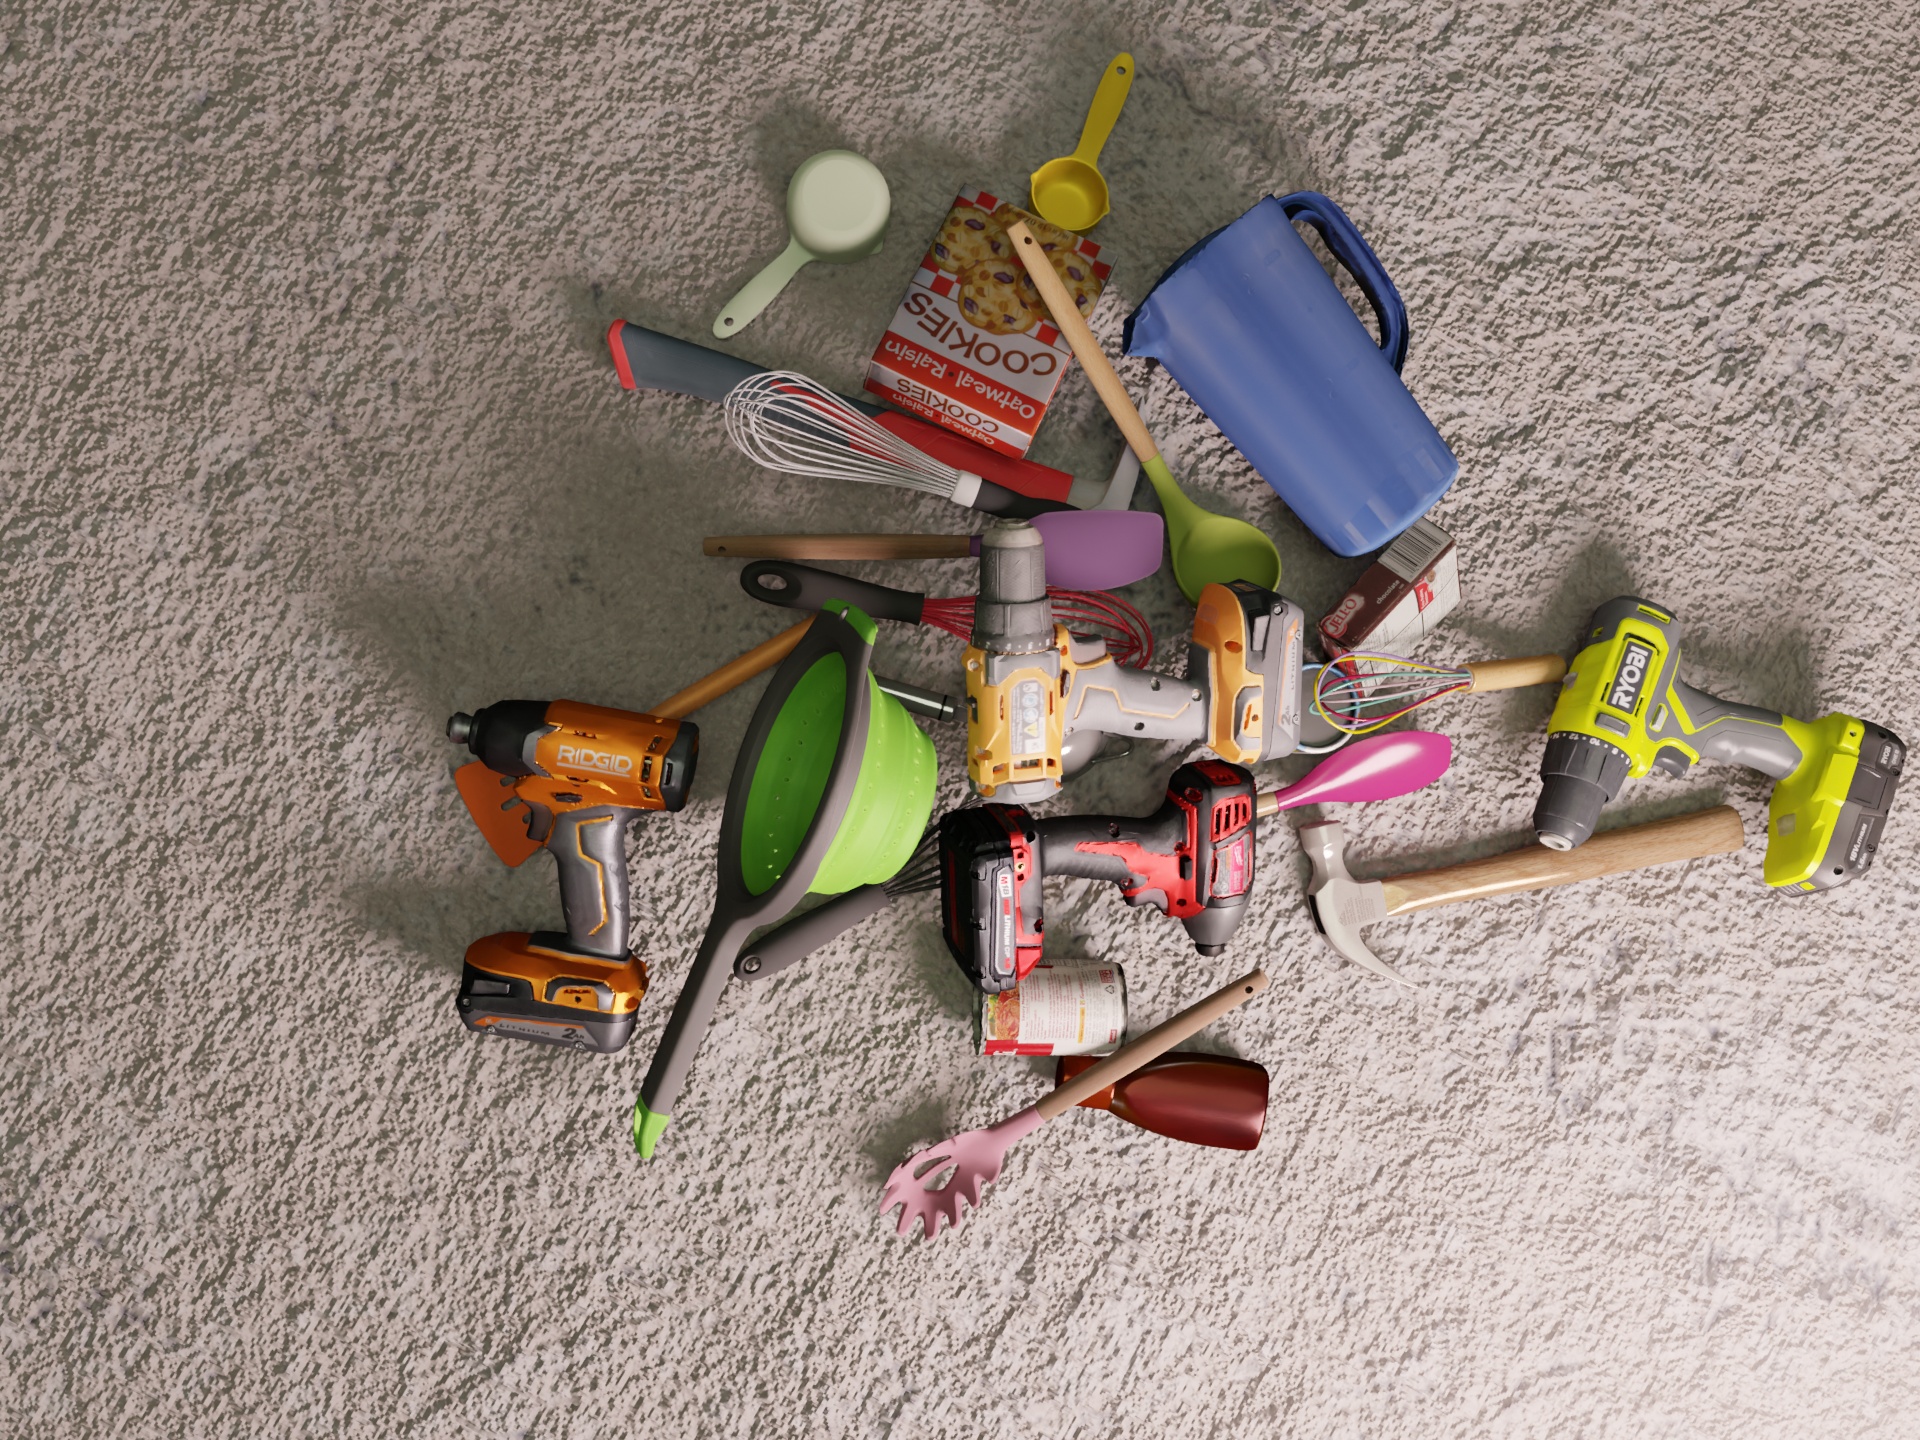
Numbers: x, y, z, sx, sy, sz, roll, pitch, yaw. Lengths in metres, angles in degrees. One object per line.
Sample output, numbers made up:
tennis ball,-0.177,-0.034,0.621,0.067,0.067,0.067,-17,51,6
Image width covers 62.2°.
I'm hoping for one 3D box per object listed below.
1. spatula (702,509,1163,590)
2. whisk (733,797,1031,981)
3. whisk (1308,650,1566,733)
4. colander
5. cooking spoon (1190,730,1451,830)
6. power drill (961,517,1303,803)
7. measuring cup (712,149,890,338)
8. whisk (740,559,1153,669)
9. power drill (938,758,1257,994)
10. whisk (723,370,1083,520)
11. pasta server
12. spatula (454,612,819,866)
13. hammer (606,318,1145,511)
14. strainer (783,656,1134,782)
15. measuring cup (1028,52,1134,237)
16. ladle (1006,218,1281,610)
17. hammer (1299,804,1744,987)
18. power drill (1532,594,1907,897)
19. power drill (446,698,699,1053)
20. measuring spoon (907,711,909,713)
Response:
spatula,-0.019,-0.118,1.093,0.316,0.018,0.059,1,118,1
whisk,-0.055,0.123,1.128,0.239,0.055,0.055,-29,91,-1
whisk,0.342,-0.024,1.129,0.245,0.051,0.047,-6,51,-30
colander,-0.111,0.120,1.071,0.094,0.205,0.397,20,97,-24
cooking spoon,0.204,0.066,1.153,0.319,0.017,0.068,-15,133,-1
power drill,0.111,-0.047,1.061,0.226,0.084,0.185,-6,106,-15
measuring cup,-0.118,-0.337,1.133,0.083,0.038,0.167,43,83,-3
whisk,-0.008,-0.075,1.121,0.296,0.073,0.073,10,88,-4
power drill,0.101,0.112,1.096,0.219,0.079,0.143,-9,112,-16
whisk,-0.027,-0.171,1.094,0.284,0.070,0.070,19,87,-10
pasta server,0.078,0.261,1.098,0.316,0.040,0.060,-35,101,13
spatula,-0.202,-0.009,1.128,0.322,0.041,0.081,-31,93,-9
hammer,-0.060,-0.223,1.137,0.386,0.038,0.143,19,86,-4
strainer,-0.002,-0.004,1.127,0.258,0.050,0.086,16,121,-1
measuring cup,0.095,-0.421,1.168,0.062,0.029,0.156,23,75,-4
ladle,0.125,-0.206,1.102,0.078,0.062,0.320,-40,111,-16
hammer,0.420,0.112,1.176,0.331,0.031,0.130,-10,89,-6
power drill,0.535,0.037,1.146,0.228,0.080,0.190,24,77,4
power drill,-0.274,0.097,1.071,0.164,0.084,0.226,11,99,-5
measuring spoon,-0.049,0.040,1.144,0.021,0.011,0.117,5,88,-5
